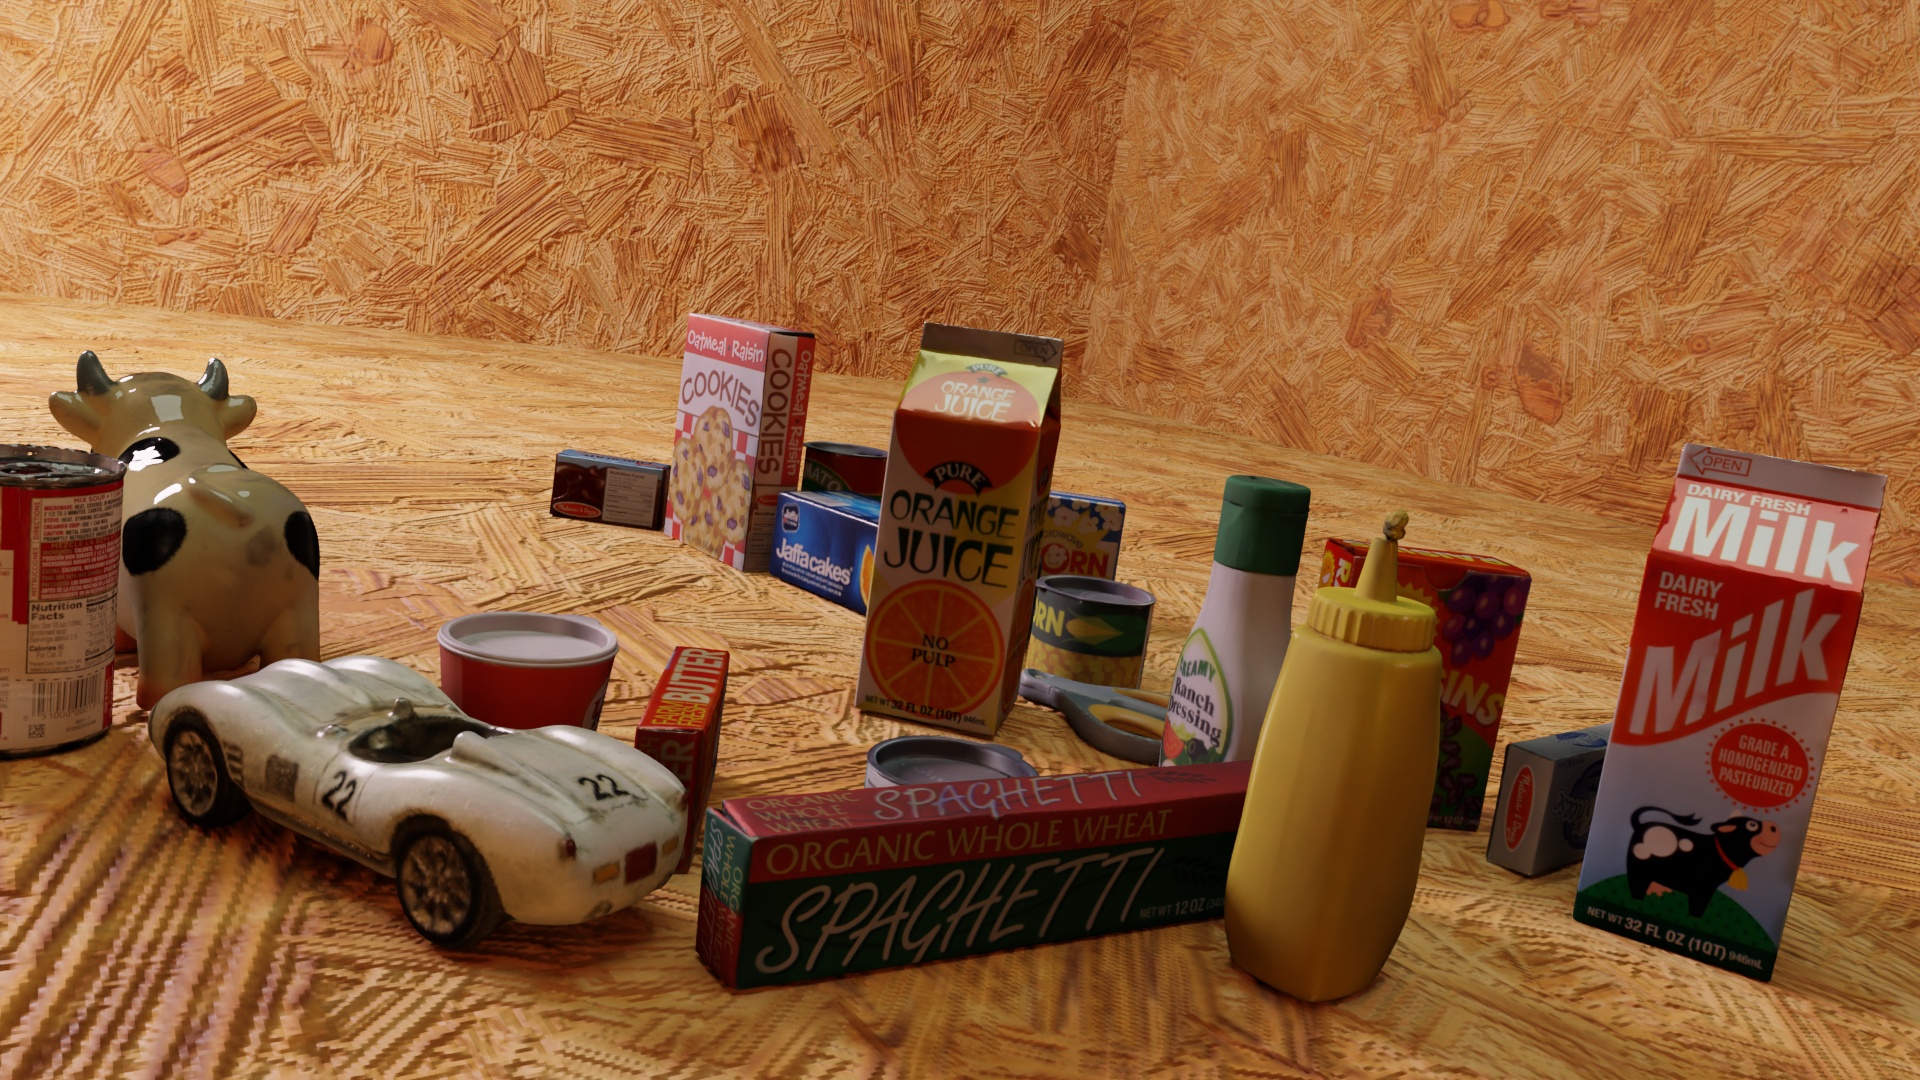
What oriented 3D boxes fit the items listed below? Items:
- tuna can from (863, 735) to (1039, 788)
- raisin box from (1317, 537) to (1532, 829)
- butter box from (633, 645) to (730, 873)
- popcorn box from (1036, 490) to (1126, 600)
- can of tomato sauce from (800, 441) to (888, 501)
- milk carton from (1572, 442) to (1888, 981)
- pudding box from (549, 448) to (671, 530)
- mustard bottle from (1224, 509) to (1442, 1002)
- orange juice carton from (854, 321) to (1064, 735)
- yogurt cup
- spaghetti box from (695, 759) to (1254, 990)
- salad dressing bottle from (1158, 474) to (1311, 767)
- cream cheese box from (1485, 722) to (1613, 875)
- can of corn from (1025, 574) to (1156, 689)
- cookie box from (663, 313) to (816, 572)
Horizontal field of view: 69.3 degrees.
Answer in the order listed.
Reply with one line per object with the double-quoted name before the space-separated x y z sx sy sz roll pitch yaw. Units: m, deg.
"tuna can" -0.003 0.100 0.530 0.071 0.032 0.071 8 10 -1
"raisin box" 0.202 0.065 0.635 0.086 0.123 0.040 7 9 -7
"butter box" -0.104 0.078 0.515 0.024 0.053 0.103 7 10 -6
"popcorn box" 0.045 0.006 0.951 0.127 0.085 0.038 8 9 -1
"can of tomato sauce" -0.090 -0.029 1.042 0.071 0.083 0.071 8 10 -1
"milk carton" 0.300 0.061 0.544 0.072 0.190 0.073 14 11 31
"pudding box" -0.264 -0.039 1.053 0.084 0.049 0.030 8 9 -2
"mustard bottle" 0.127 0.067 0.456 0.049 0.160 0.065 17 13 42
"orange juice carton" 0.002 -0.009 0.688 0.072 0.192 0.073 10 9 10
"yogurt cup" -0.172 0.062 0.546 0.072 0.054 0.072 8 10 -1
"spaghetti box" 0.033 0.107 0.471 0.250 0.050 0.029 2 11 -32
"salad dressing bottle" 0.122 0.046 0.605 0.044 0.147 0.064 5 10 -21
"cream cheese box" 0.274 0.114 0.621 0.104 0.053 0.024 0 13 -41
"can of corn" 0.069 0.054 0.775 0.071 0.058 0.071 8 10 -1
"cookie box" -0.159 -0.073 0.991 0.040 0.167 0.123 1 12 -38
